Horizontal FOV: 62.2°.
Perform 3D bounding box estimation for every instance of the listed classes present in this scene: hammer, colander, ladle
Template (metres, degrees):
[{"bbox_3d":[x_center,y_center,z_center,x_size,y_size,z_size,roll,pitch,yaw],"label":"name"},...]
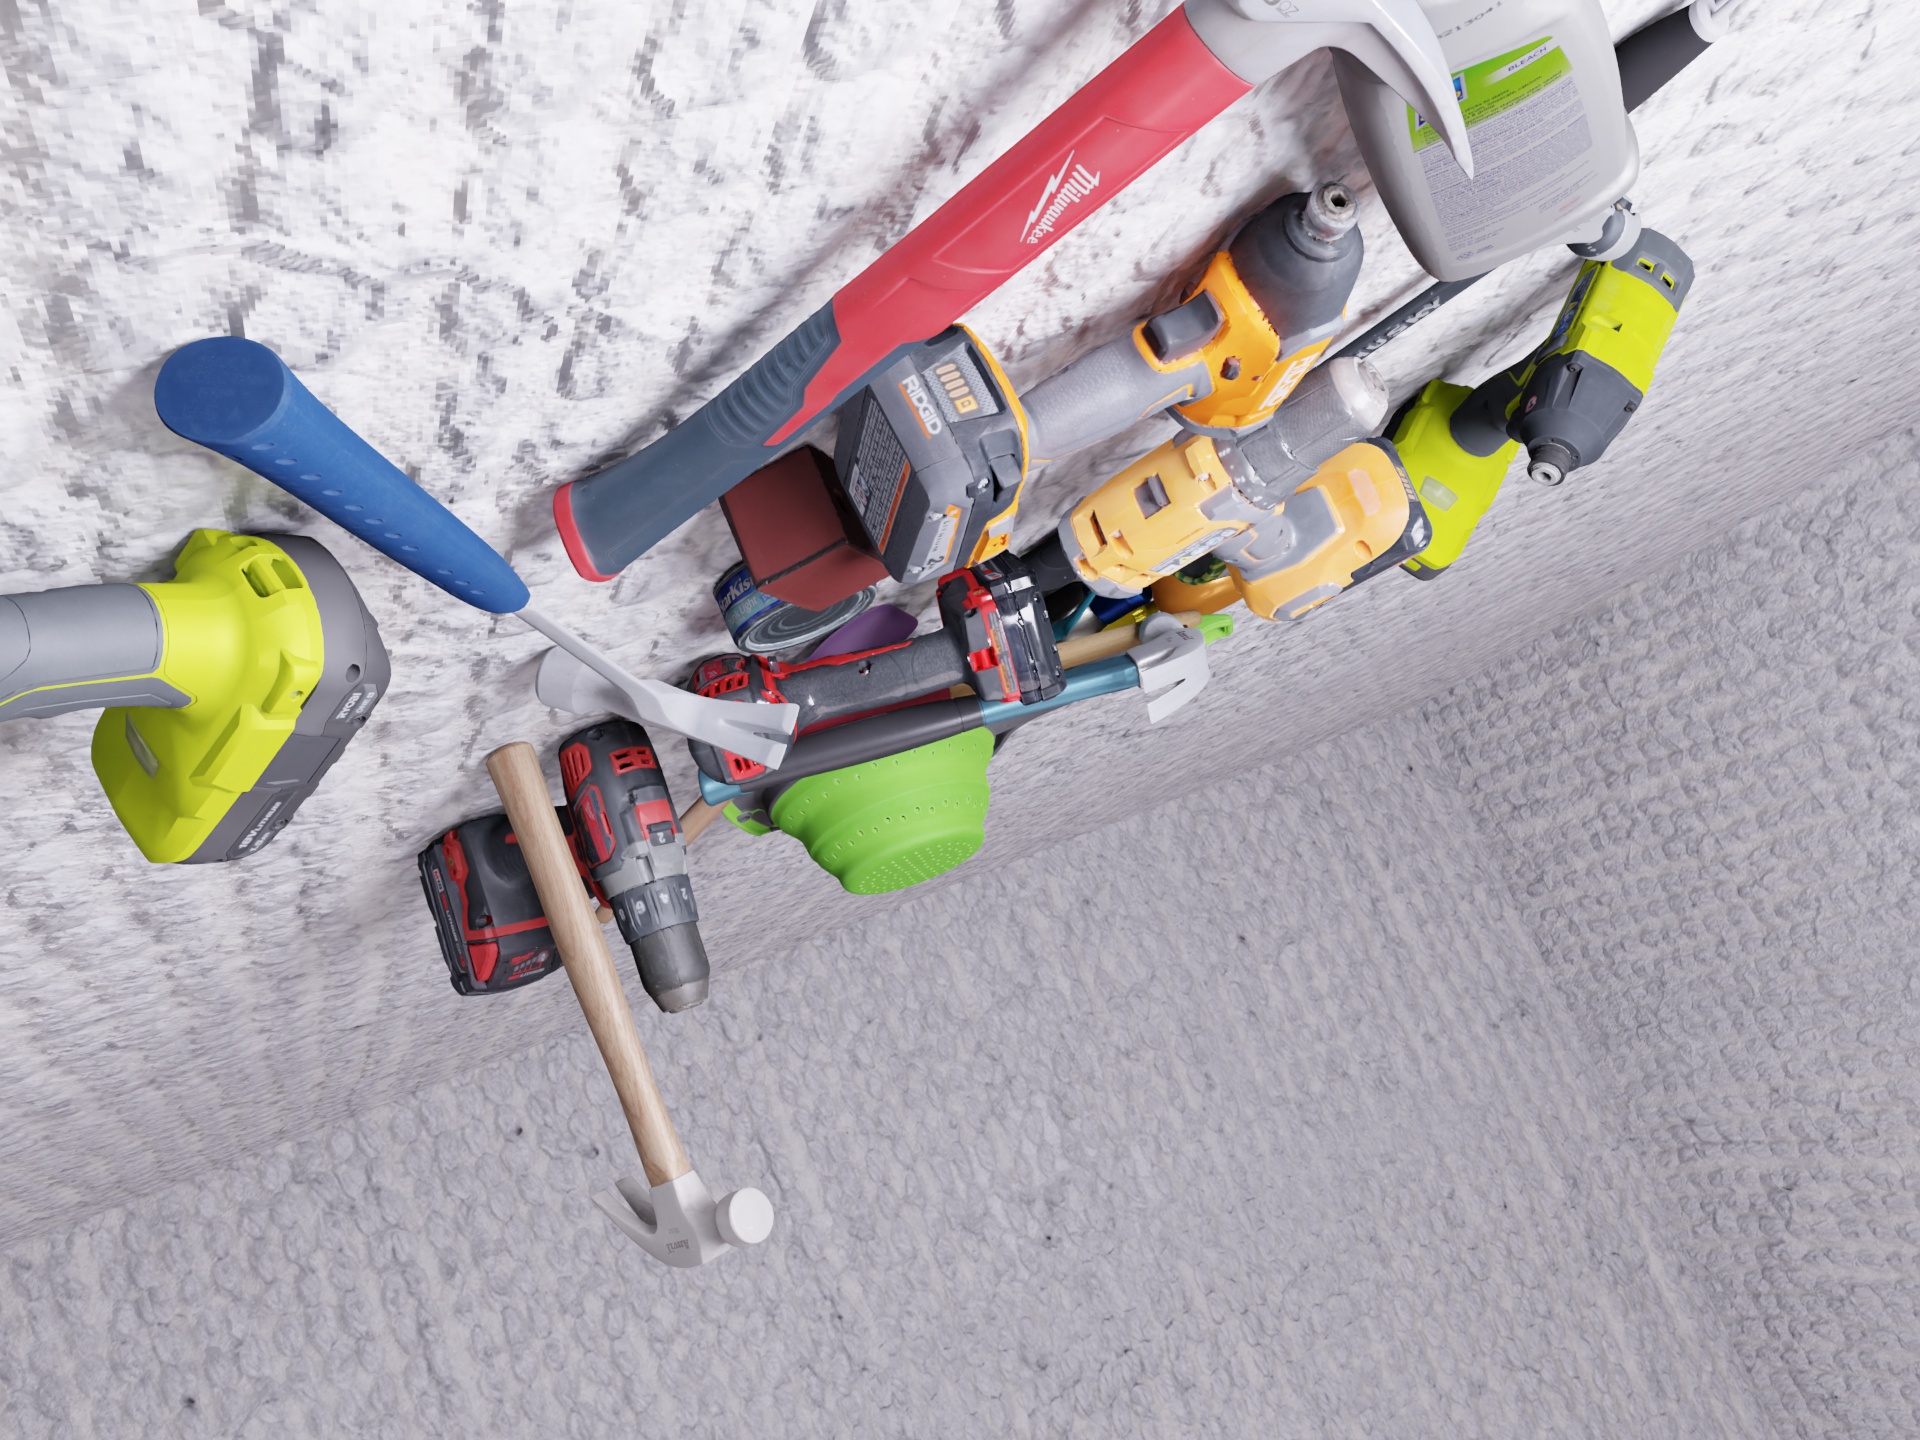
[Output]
[{"bbox_3d":[-0.218,0.170,0.964,0.031,0.331,0.130,-14,167,-48],"label":"hammer"},{"bbox_3d":[0.028,0.035,1.160,0.397,0.095,0.204,-23,161,3],"label":"colander"},{"bbox_3d":[-0.002,-0.003,1.000,0.331,0.033,0.128,-15,-162,-5],"label":"hammer"},{"bbox_3d":[-0.179,-0.049,0.653,0.144,0.035,0.405,15,170,12],"label":"hammer"},{"bbox_3d":[0.176,-0.177,0.912,0.149,0.036,0.409,-10,164,-47],"label":"hammer"},{"bbox_3d":[-0.014,-0.139,0.569,0.143,0.038,0.386,23,143,-38],"label":"hammer"},{"bbox_3d":[0.015,-0.028,1.062,0.315,0.031,0.069,-16,135,-10],"label":"ladle"}]

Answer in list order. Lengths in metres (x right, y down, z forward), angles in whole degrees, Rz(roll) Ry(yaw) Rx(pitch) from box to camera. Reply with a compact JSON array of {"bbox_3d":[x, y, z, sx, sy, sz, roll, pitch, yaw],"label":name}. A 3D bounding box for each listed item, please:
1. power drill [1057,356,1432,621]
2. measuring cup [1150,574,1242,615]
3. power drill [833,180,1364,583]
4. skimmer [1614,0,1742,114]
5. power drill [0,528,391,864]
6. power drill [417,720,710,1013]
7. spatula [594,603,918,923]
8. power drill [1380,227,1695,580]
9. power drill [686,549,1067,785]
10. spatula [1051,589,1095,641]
[{"bbox_3d":[0.185,-0.127,0.890,0.185,0.084,0.226,-31,161,33],"label":"power drill"},{"bbox_3d":[0.216,-0.127,1.189,0.173,0.052,0.095,-28,169,35],"label":"measuring cup"},{"bbox_3d":[0.066,-0.152,0.684,0.226,0.084,0.164,-25,170,-16],"label":"power drill"},{"bbox_3d":[0.352,-0.285,0.598,0.127,0.090,0.363,-54,-170,-31],"label":"skimmer"},{"bbox_3d":[-0.325,0.004,0.521,0.190,0.080,0.228,-47,161,22],"label":"power drill"},{"bbox_3d":[-0.256,0.120,1.057,0.226,0.188,0.080,-27,169,40],"label":"power drill"},{"bbox_3d":[-0.148,0.033,1.078,0.316,0.018,0.059,-45,144,17],"label":"spatula"},{"bbox_3d":[0.332,-0.177,0.968,0.171,0.080,0.223,-59,-175,-22],"label":"power drill"},{"bbox_3d":[-0.059,-0.031,0.956,0.219,0.078,0.143,-18,-163,-5],"label":"power drill"},{"bbox_3d":[0.006,-0.055,1.146,0.317,0.044,0.082,-22,-159,35],"label":"spatula"}]
